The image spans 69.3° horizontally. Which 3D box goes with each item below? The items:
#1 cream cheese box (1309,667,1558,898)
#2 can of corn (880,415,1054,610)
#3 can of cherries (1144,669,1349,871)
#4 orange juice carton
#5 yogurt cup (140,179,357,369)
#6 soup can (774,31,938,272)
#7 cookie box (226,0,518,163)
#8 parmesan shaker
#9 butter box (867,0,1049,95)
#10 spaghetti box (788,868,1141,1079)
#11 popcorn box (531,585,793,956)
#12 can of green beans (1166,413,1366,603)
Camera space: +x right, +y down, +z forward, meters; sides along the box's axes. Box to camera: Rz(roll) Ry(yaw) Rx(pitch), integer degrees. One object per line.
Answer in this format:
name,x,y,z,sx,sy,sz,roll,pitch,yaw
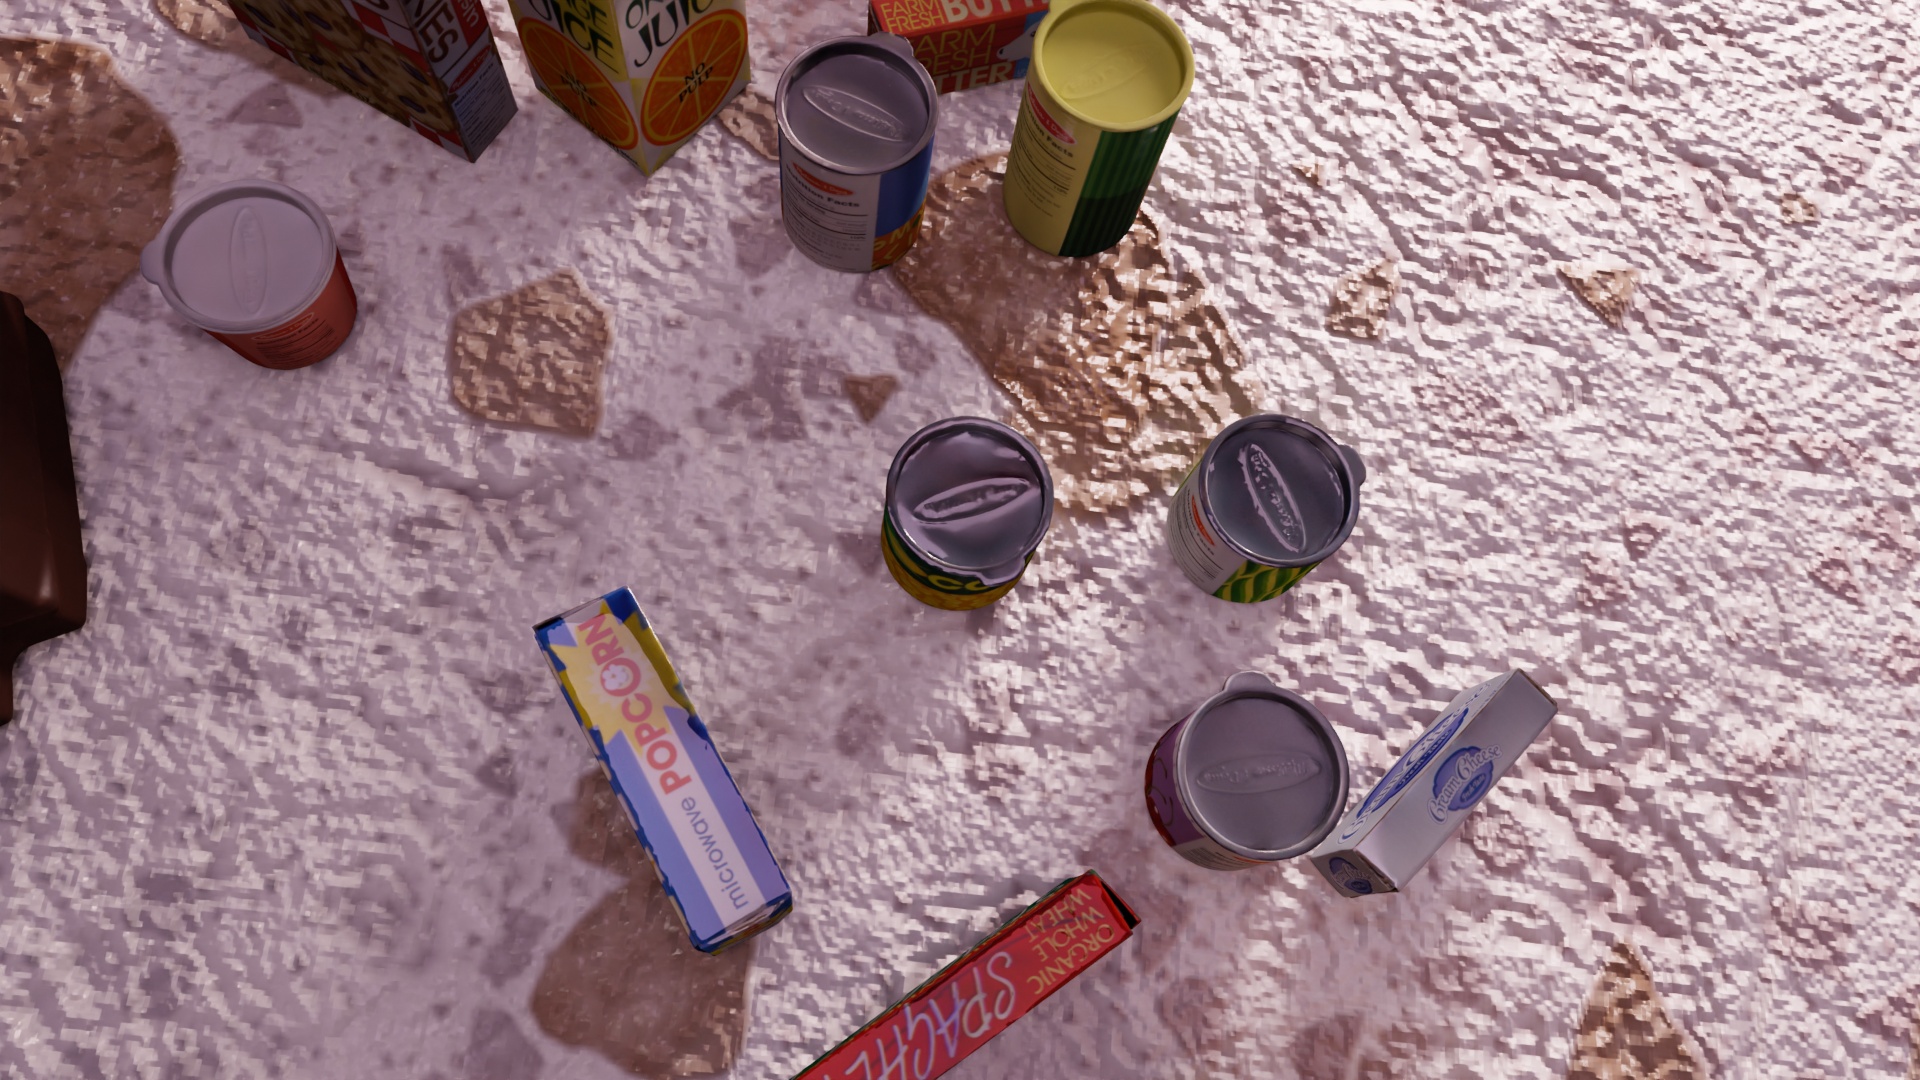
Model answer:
cream cheese box,0.187,0.098,0.553,0.104,0.053,0.024,-42,81,-16
can of corn,0.002,-0.007,0.565,0.071,0.058,0.071,2,72,-5
can of cherries,0.110,0.091,0.544,0.071,0.058,0.071,2,72,-5
orange juice carton,-0.138,-0.240,0.556,0.072,0.192,0.073,39,73,7
yogurt cup,-0.284,-0.105,0.570,0.072,0.053,0.072,2,72,-5
soup can,-0.044,-0.166,0.599,0.071,0.083,0.071,2,72,-5
cookie box,-0.256,-0.238,0.557,0.123,0.167,0.040,30,72,4
parmesan shaker,0.055,-0.179,0.604,0.071,0.102,0.071,2,72,-5
butter box,0.008,-0.235,0.644,0.104,0.053,0.024,-15,75,-10
spaghetti box,-0.045,0.200,0.497,0.251,0.050,0.029,-32,78,-15
popcorn box,-0.106,0.087,0.509,0.038,0.085,0.127,-28,77,-13
can of green beans,0.124,-0.012,0.580,0.071,0.057,0.071,2,72,-5
